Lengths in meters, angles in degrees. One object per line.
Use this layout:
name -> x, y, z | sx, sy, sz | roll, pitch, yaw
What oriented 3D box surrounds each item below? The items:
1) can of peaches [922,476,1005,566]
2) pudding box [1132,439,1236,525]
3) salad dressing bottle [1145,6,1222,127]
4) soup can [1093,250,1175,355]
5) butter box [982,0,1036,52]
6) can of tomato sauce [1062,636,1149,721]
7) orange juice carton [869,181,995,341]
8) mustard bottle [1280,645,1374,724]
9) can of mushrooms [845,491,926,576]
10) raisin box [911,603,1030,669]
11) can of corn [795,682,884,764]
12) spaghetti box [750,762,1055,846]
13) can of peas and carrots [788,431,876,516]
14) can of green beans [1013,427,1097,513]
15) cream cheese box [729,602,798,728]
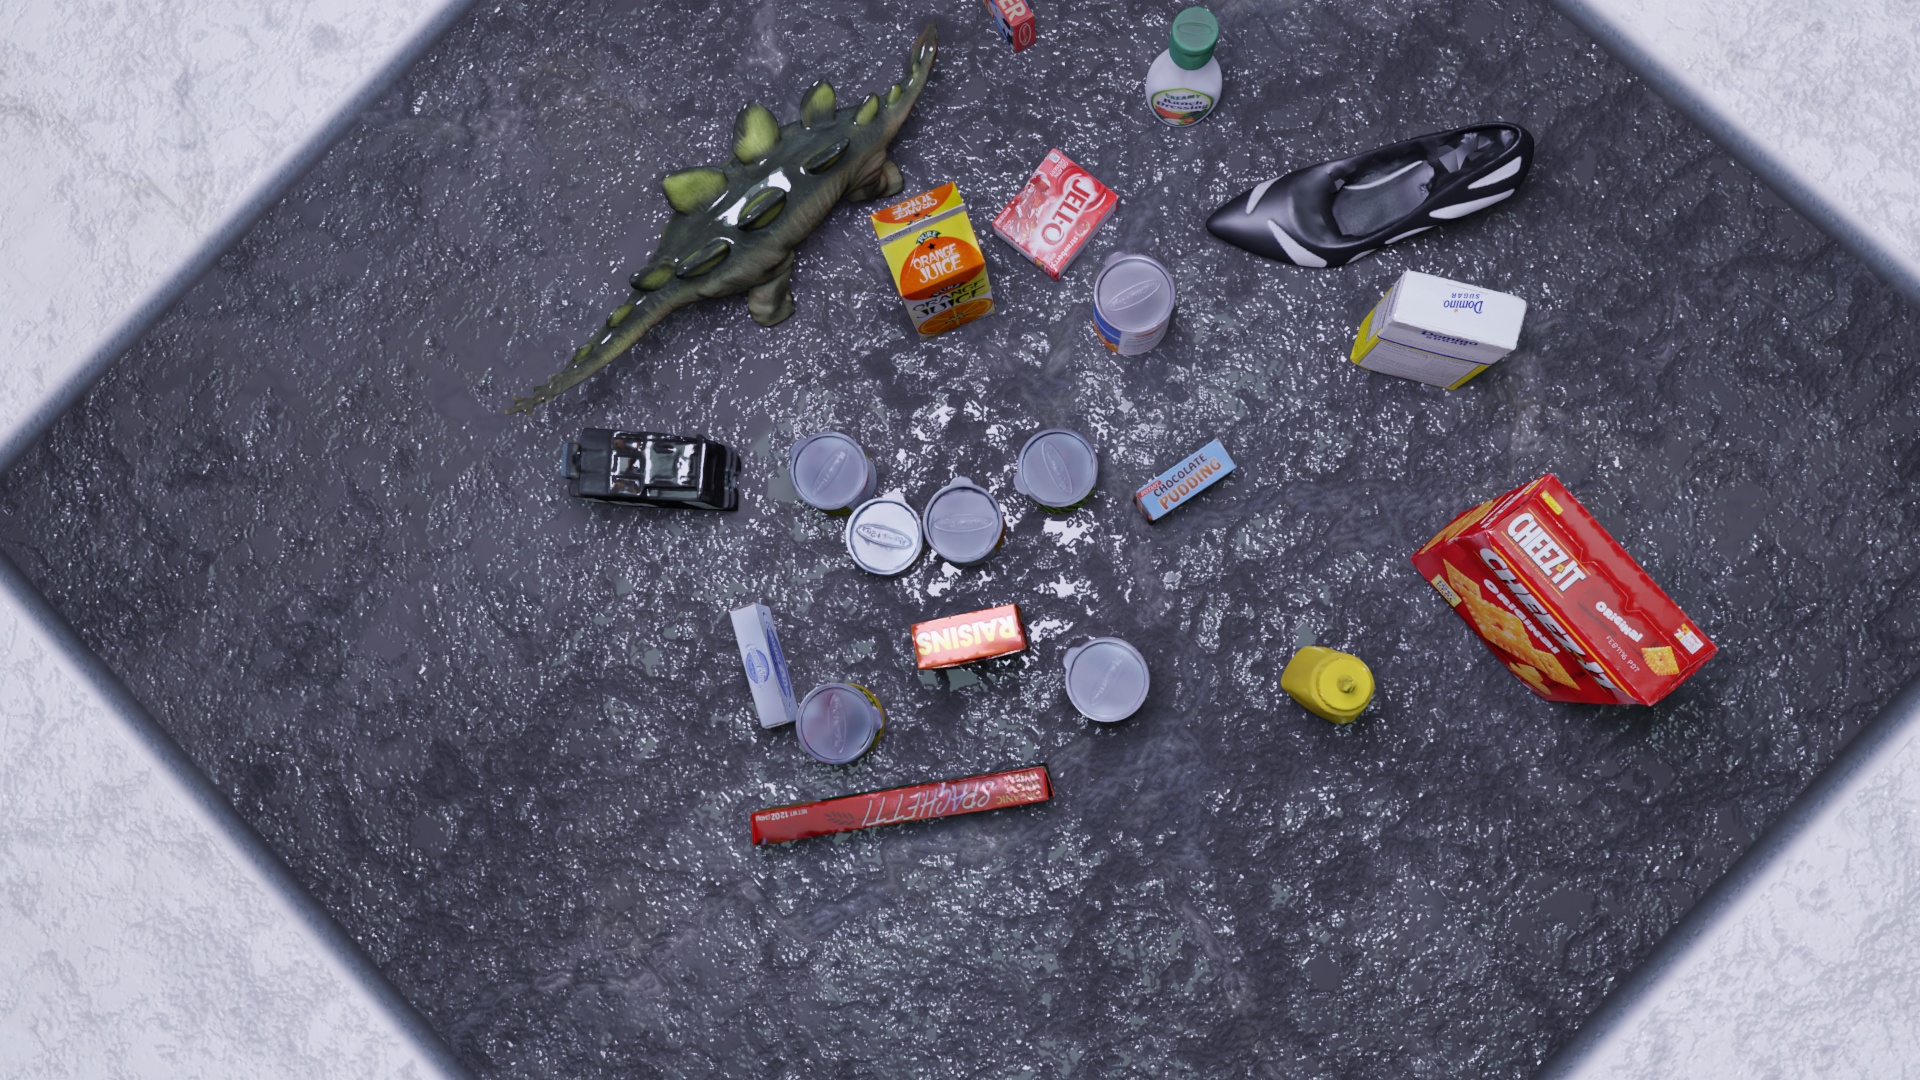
can of peaches -> 0.004, -0.015, 1.167 | 0.071, 0.058, 0.071 | 0, 84, 4
pudding box -> 0.186, -0.048, 1.161 | 0.084, 0.049, 0.030 | -33, 83, 0
salad dressing bottle -> 0.187, -0.390, 1.148 | 0.064, 0.147, 0.044 | 7, 85, 5
soup can -> 0.143, -0.198, 1.163 | 0.071, 0.083, 0.071 | 0, 84, 4
butter box -> 0.031, -0.485, 1.218 | 0.024, 0.053, 0.103 | -29, 83, 1
can of tomato sauce -> 0.117, 0.112, 1.132 | 0.071, 0.083, 0.071 | 0, 84, 4
orange juice carton -> -0.021, -0.228, 1.124 | 0.072, 0.192, 0.073 | -21, 83, 2
mustard bottle -> 0.291, 0.112, 1.080 | 0.065, 0.160, 0.049 | 33, 88, 7
can of mushrooms -> -0.062, -0.005, 1.183 | 0.071, 0.033, 0.071 | 0, 84, 4
raisin box -> 0.010, 0.079, 1.123 | 0.086, 0.123, 0.040 | -11, 84, 3
can of corn -> -0.096, 0.151, 1.156 | 0.071, 0.058, 0.071 | 0, 84, 4
spaghetti box -> -0.047, 0.218, 1.150 | 0.250, 0.050, 0.028 | -10, 84, 3
can of peas and carrots -> -0.109, -0.057, 1.180 | 0.071, 0.058, 0.071 | 0, 84, 4
can of green beans -> 0.082, -0.058, 1.166 | 0.071, 0.058, 0.071 | 0, 84, 4
cream cheese box -> -0.164, 0.105, 1.169 | 0.024, 0.053, 0.104 | -17, 83, 3
